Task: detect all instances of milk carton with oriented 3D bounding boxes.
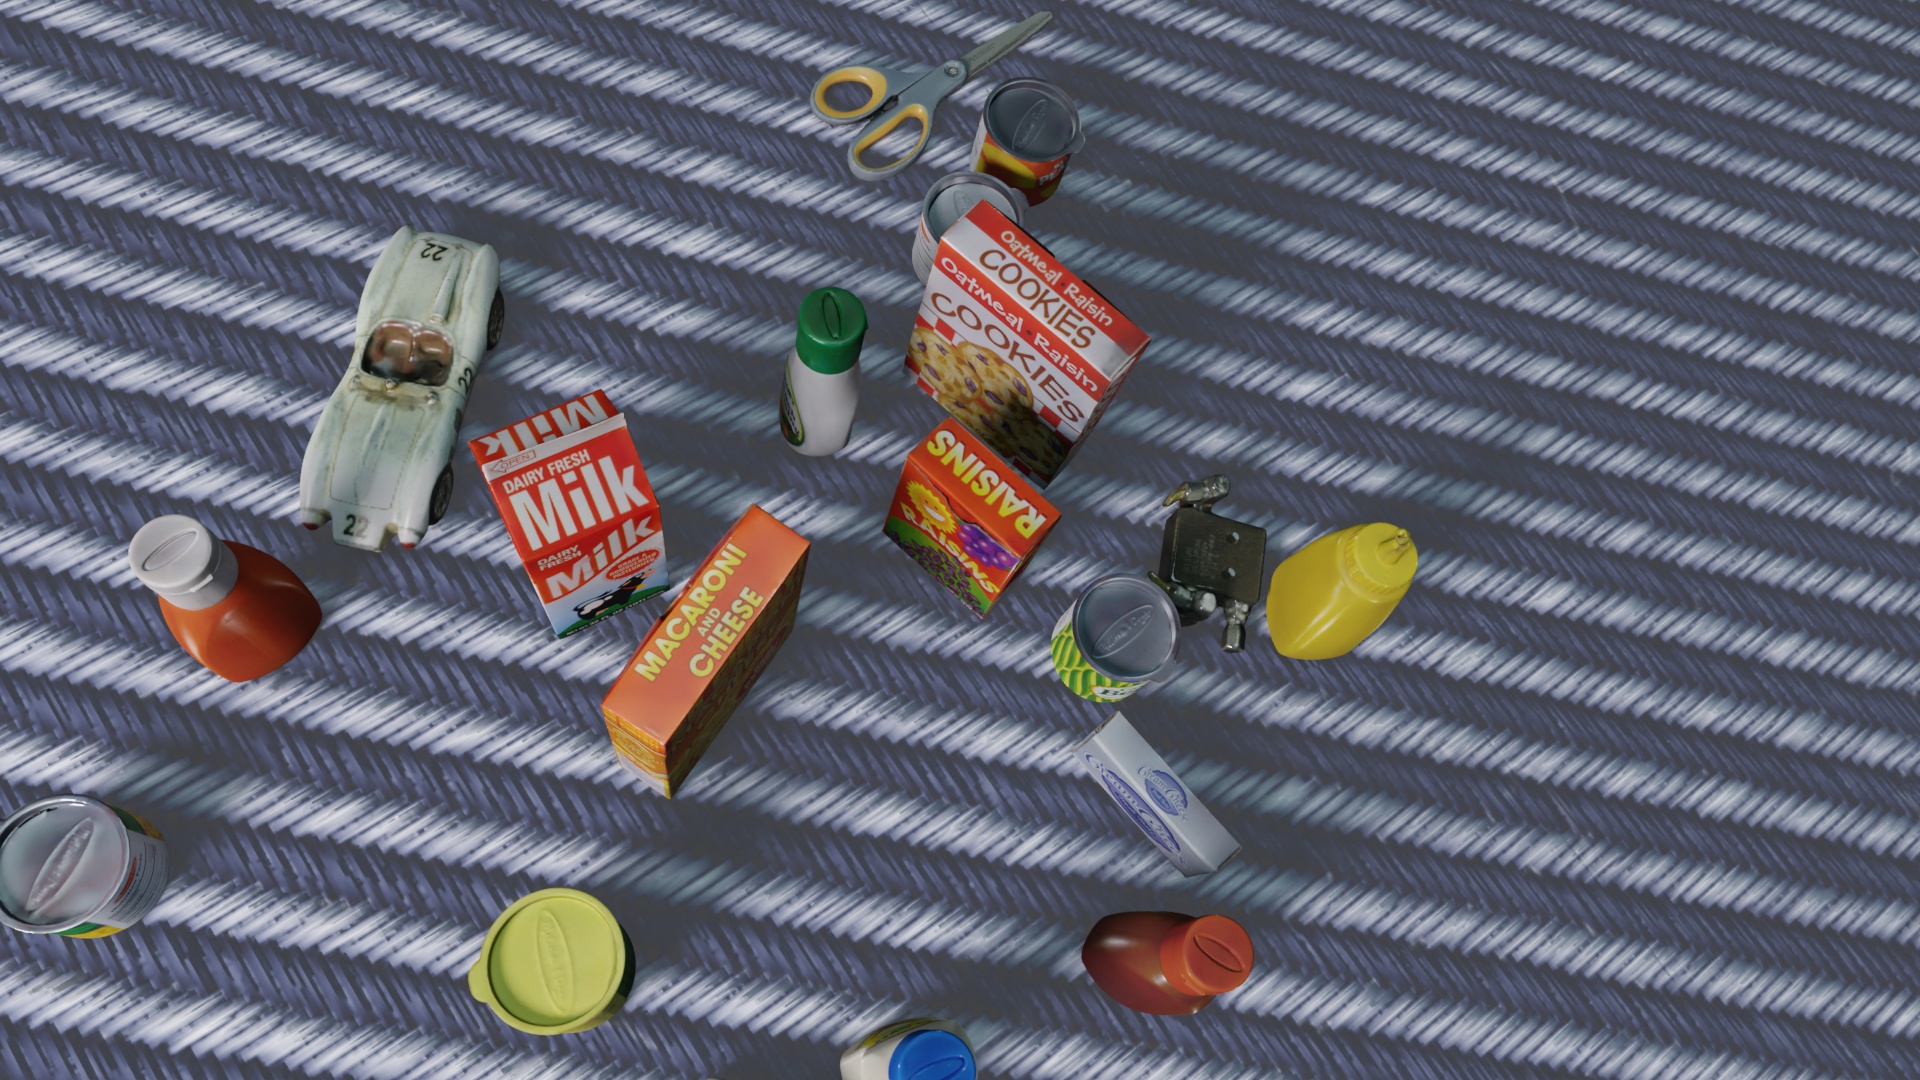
[{"bbox_3d":[-0.204,-0.016,0.733,0.072,0.190,0.073,-25,77,-17],"label":"milk carton"}]

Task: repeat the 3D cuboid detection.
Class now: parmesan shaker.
[{"bbox_3d":[-0.202,0.214,0.698,0.071,0.102,0.071,3,70,-9],"label":"parmesan shaker"}]

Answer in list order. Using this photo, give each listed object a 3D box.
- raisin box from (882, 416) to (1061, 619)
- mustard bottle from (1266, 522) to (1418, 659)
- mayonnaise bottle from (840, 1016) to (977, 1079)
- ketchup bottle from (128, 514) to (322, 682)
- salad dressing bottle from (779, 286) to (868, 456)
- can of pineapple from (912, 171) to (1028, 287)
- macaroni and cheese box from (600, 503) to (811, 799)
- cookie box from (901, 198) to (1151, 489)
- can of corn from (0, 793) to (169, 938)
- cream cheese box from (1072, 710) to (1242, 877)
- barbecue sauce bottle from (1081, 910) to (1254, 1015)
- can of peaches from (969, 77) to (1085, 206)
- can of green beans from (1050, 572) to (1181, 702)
[{"bbox_3d":[0.003,-0.010,0.804,0.086,0.123,0.040,43,69,6],"label":"raisin box"},{"bbox_3d":[0.228,0.025,0.813,0.049,0.159,0.065,0,71,-10],"label":"mustard bottle"},{"bbox_3d":[-0.022,0.261,0.689,0.065,0.147,0.041,-17,75,-15],"label":"mayonnaise bottle"},{"bbox_3d":[-0.375,0.029,0.708,0.043,0.148,0.065,44,69,6],"label":"ketchup bottle"},{"bbox_3d":[-0.080,-0.097,0.807,0.044,0.147,0.064,-8,73,-13],"label":"salad dressing bottle"},{"bbox_3d":[0.006,-0.197,0.907,0.071,0.057,0.071,3,70,-9],"label":"can of pineapple"},{"bbox_3d":[-0.133,0.063,0.730,0.040,0.166,0.124,33,69,2],"label":"macaroni and cheese box"},{"bbox_3d":[0.033,-0.110,0.822,0.123,0.166,0.040,41,69,5],"label":"cookie box"},{"bbox_3d":[-0.444,0.163,0.696,0.071,0.058,0.071,3,70,-9],"label":"can of corn"},{"bbox_3d":[0.112,0.149,0.805,0.024,0.053,0.104,-39,81,-20],"label":"cream cheese box"},{"bbox_3d":[0.110,0.220,0.728,0.065,0.148,0.044,35,69,3],"label":"barbecue sauce bottle"},{"bbox_3d":[0.045,-0.267,0.939,0.071,0.058,0.071,3,70,-9],"label":"can of peaches"},{"bbox_3d":[0.092,0.059,0.831,0.071,0.057,0.071,3,70,-9],"label":"can of green beans"}]
